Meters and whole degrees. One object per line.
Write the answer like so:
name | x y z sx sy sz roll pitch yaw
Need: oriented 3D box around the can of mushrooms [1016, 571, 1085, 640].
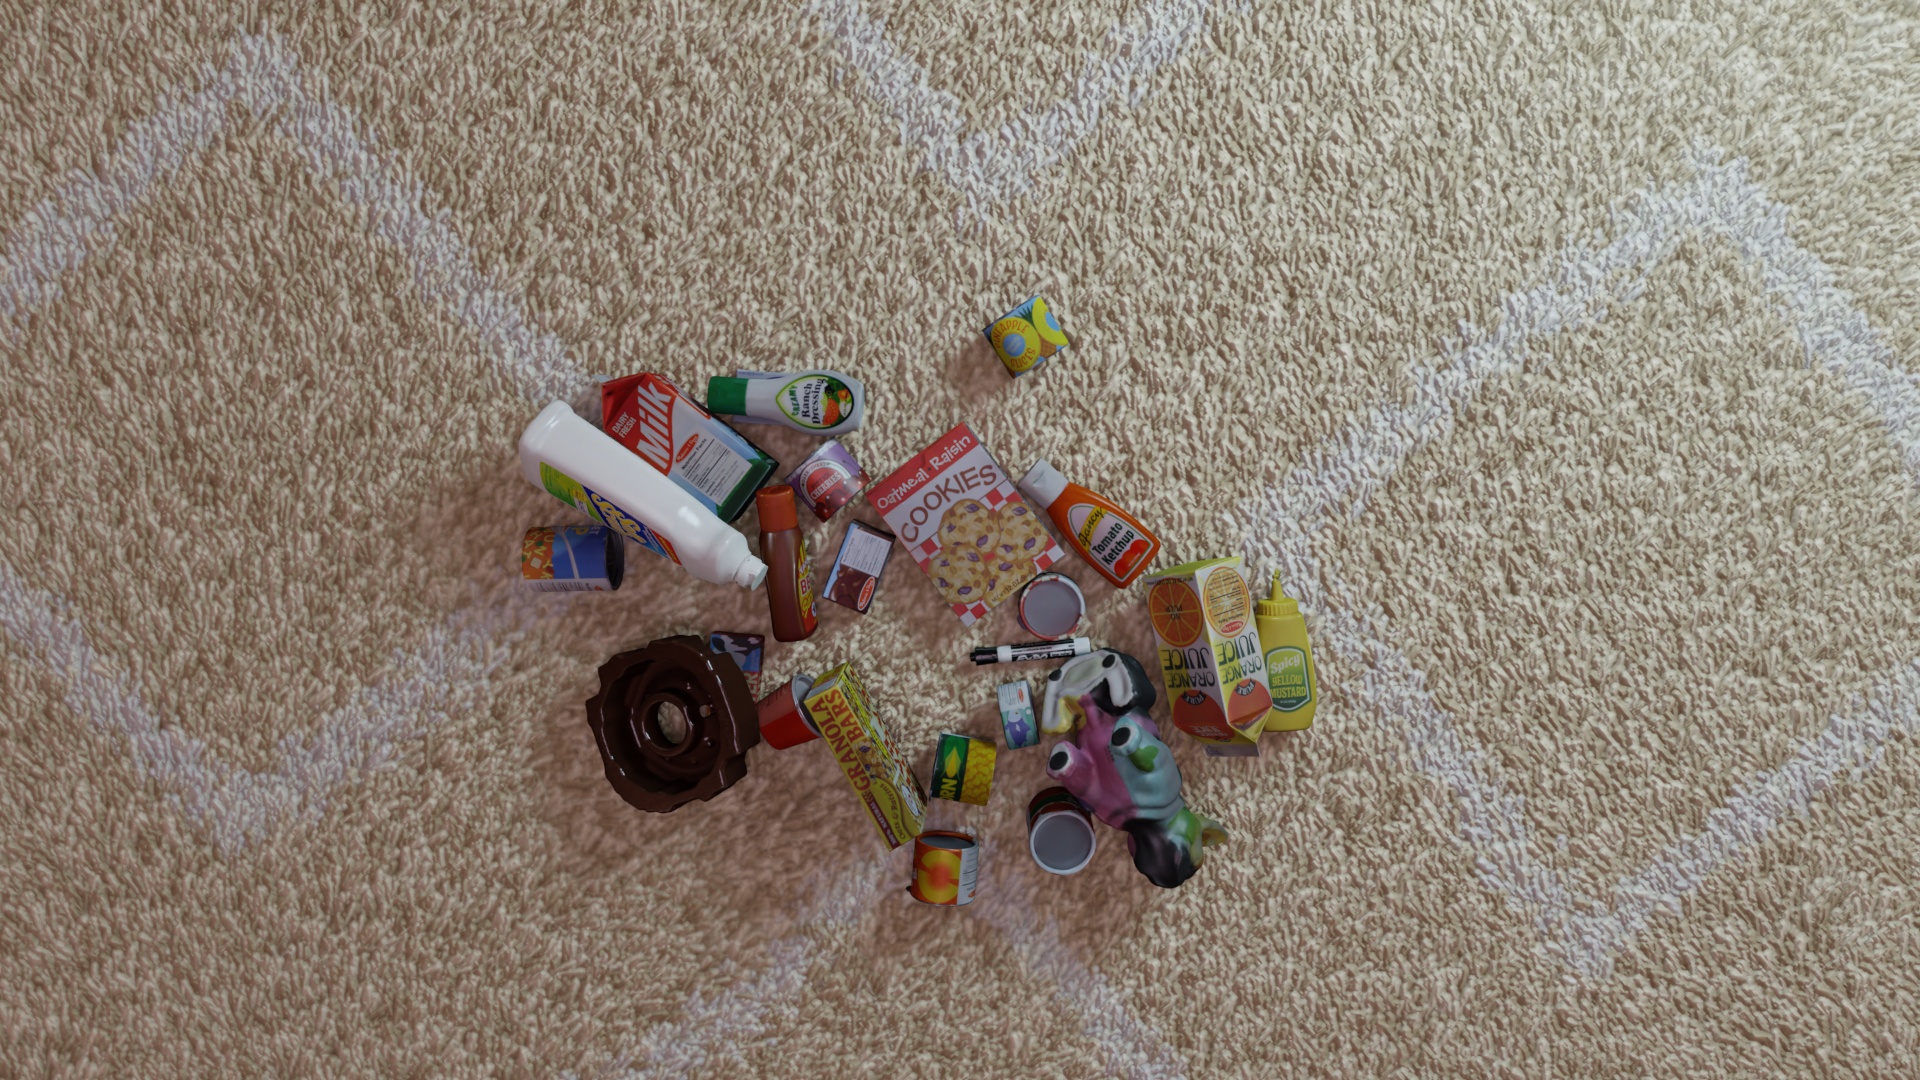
can of mushrooms | 0.089 0.067 1.388 0.071 0.033 0.071 0 95 0

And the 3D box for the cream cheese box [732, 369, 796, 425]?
cream cheese box | -0.172 -0.140 1.379 0.104 0.024 0.053 3 95 1

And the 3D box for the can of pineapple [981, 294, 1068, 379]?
can of pineapple | 0.063 -0.197 1.348 0.071 0.071 0.058 -32 94 4

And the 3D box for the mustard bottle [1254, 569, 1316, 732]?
mustard bottle | 0.317 0.109 1.379 0.065 0.049 0.160 -5 95 -1

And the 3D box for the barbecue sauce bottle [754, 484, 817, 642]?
barbecue sauce bottle | -0.172 0.021 1.359 0.044 0.065 0.148 -5 107 6

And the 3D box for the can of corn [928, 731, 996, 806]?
can of corn | 0.002 0.230 1.384 0.058 0.071 0.071 10 95 0

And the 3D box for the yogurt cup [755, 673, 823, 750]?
yogurt cup | -0.168 0.174 1.384 0.054 0.072 0.072 -27 94 16

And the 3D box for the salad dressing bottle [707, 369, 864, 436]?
salad dressing bottle | -0.169 -0.135 1.344 0.148 0.044 0.064 4 91 1

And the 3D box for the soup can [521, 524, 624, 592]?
soup can | -0.382 0.015 1.375 0.084 0.071 0.071 -1 95 1

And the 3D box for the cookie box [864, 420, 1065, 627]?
cookie box | 0.005 -0.017 1.378 0.123 0.040 0.167 -37 93 4

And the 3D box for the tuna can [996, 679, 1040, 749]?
tuna can | 0.058 0.176 1.382 0.033 0.071 0.071 -12 95 3

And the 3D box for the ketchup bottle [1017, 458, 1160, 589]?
ketchup bottle | 0.124 -0.021 1.375 0.149 0.043 0.064 40 95 -2

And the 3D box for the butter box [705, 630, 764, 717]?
butter box | -0.228 0.145 1.403 0.053 0.024 0.103 4 94 1

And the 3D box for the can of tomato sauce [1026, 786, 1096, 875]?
can of tomato sauce | 0.101 0.287 1.380 0.071 0.083 0.071 0 95 1

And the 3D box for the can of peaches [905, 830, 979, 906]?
can of peaches | -0.018 0.328 1.394 0.071 0.071 0.058 6 95 0

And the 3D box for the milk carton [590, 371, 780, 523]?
milk carton | -0.277 -0.104 1.360 0.190 0.072 0.073 37 94 -3

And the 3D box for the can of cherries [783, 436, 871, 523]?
can of cherries | -0.130 -0.059 1.361 0.071 0.071 0.058 -41 94 4

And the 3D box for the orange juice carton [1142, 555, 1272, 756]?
orange juice carton | 0.245 0.118 1.352 0.073 0.071 0.192 -14 92 -39

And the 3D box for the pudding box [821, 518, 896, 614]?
pudding box | -0.101 0.026 1.389 0.050 0.030 0.083 21 95 -2

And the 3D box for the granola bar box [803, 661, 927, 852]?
granola bar box | -0.089 0.206 1.356 0.039 0.124 0.165 -29 94 3
